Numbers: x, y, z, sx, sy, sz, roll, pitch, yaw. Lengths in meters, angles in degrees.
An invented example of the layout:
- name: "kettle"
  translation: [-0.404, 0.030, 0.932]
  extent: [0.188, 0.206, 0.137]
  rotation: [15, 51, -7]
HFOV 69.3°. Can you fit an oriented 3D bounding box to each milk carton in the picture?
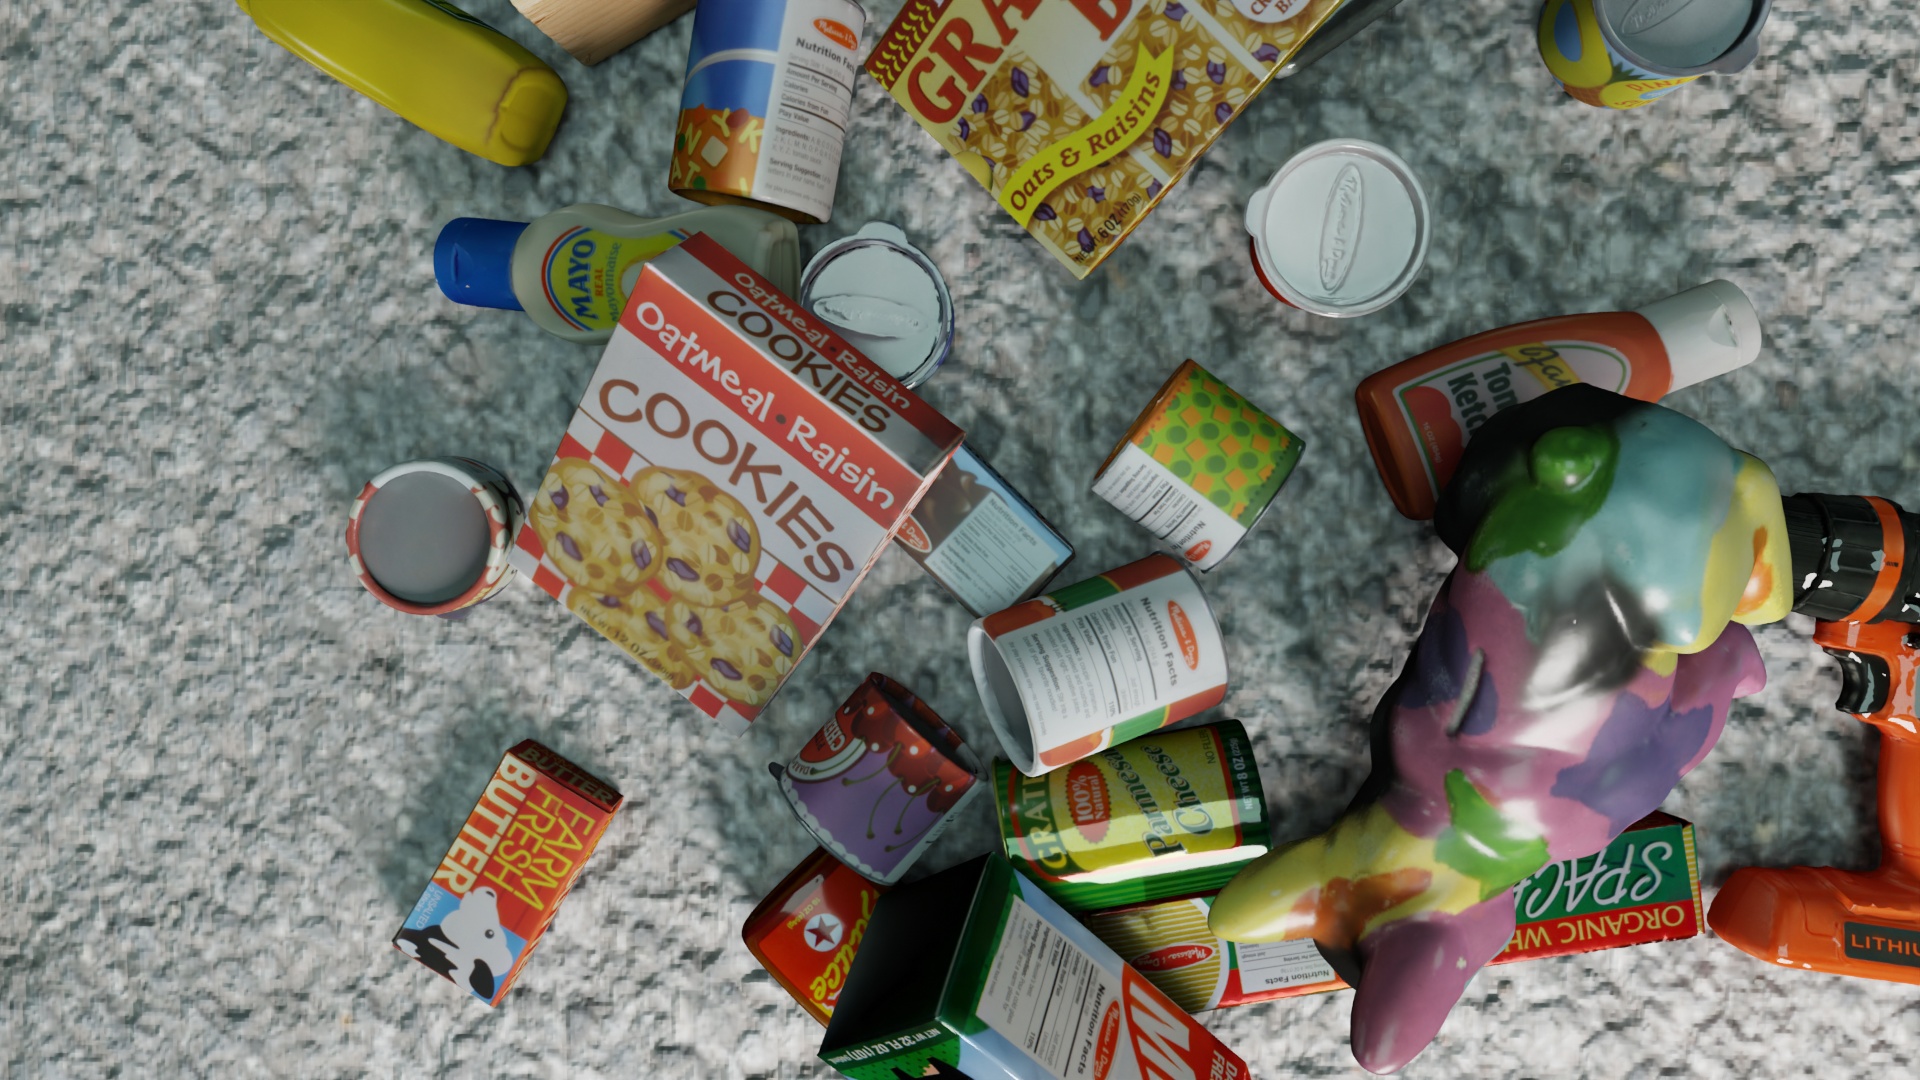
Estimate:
- name: "milk carton"
  translation: [0.045, 0.212, 0.538]
  extent: [0.190, 0.074, 0.072]
  rotation: [42, 131, -17]

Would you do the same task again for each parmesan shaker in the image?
- name: "parmesan shaker"
  translation: [0.069, 0.110, 0.565]
  extent: [0.103, 0.071, 0.071]
  rotation: [-11, 93, 3]

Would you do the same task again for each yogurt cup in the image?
- name: "yogurt cup"
  translation: [0.146, -0.121, 0.552]
  extent: [0.072, 0.054, 0.072]
  rotation: [0, 94, 2]

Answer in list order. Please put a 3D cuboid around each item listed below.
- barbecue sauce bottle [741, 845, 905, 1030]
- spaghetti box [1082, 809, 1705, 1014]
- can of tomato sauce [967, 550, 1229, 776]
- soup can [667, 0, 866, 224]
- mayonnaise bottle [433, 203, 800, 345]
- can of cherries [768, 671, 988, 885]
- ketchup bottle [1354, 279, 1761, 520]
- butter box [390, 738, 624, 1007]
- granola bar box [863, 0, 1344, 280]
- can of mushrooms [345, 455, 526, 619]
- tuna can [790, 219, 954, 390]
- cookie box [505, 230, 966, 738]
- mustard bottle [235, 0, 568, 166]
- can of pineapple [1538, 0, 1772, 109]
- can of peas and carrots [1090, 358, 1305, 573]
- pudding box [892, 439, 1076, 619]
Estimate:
- name: "barbecue sauce bottle"
  translation: [-0.020, 0.195, 0.583]
  extent: [0.065, 0.043, 0.148]
  rotation: [-43, 92, -2]
- name: "spaghetti box"
  translation: [0.178, 0.157, 0.580]
  extent: [0.250, 0.029, 0.050]
  rotation: [-10, 93, 3]
- name: "can of tomato sauce"
  translation: [0.053, 0.049, 0.549]
  extent: [0.083, 0.071, 0.071]
  rotation: [-19, 93, -15]
- name: "soup can"
  translation: [-0.079, -0.174, 0.553]
  extent: [0.071, 0.071, 0.083]
  rotation: [11, 95, 2]
- name: "mayonnaise bottle"
  translation: [-0.138, -0.105, 0.554]
  extent: [0.148, 0.041, 0.064]
  rotation: [9, 106, 17]
- name: "can of cherries"
  translation: [-0.033, 0.094, 0.565]
  extent: [0.071, 0.071, 0.058]
  rotation: [42, 94, -1]
- name: "ketchup bottle"
  translation: [0.239, -0.062, 0.557]
  extent: [0.149, 0.043, 0.064]
  rotation: [-21, 93, 3]
- name: "butter box"
  translation: [-0.194, 0.142, 0.596]
  extent: [0.053, 0.024, 0.103]
  rotation: [32, 94, 1]
- name: "granola bar box"
  translation: [0.056, -0.197, 0.515]
  extent: [0.124, 0.039, 0.164]
  rotation: [44, 128, -1]
- name: "can of mushrooms"
  translation: [-0.220, 0.000, 0.584]
  extent: [0.071, 0.033, 0.071]
  rotation: [0, 93, 2]
- name: "tuna can"
  translation: [-0.035, -0.094, 0.571]
  extent: [0.071, 0.033, 0.071]
  rotation: [0, 94, 3]
- name: "cookie box"
  translation: [-0.092, -0.016, 0.535]
  extent: [0.123, 0.040, 0.166]
  rotation: [38, 128, 0]
- name: "mustard bottle"
  translation: [-0.239, -0.207, 0.558]
  extent: [0.160, 0.065, 0.048]
  rotation: [30, 99, 4]
- name: "can of pineapple"
  translation: [0.268, -0.205, 0.540]
  extent: [0.071, 0.058, 0.071]
  rotation: [0, 94, 3]
- name: "can of peas and carrots"
  translation: [0.095, -0.032, 0.555]
  extent: [0.059, 0.071, 0.071]
  rotation: [37, 95, 0]
- name: "pudding box"
  translation: [0.002, -0.007, 0.576]
  extent: [0.083, 0.030, 0.049]
  rotation: [43, 96, -1]
